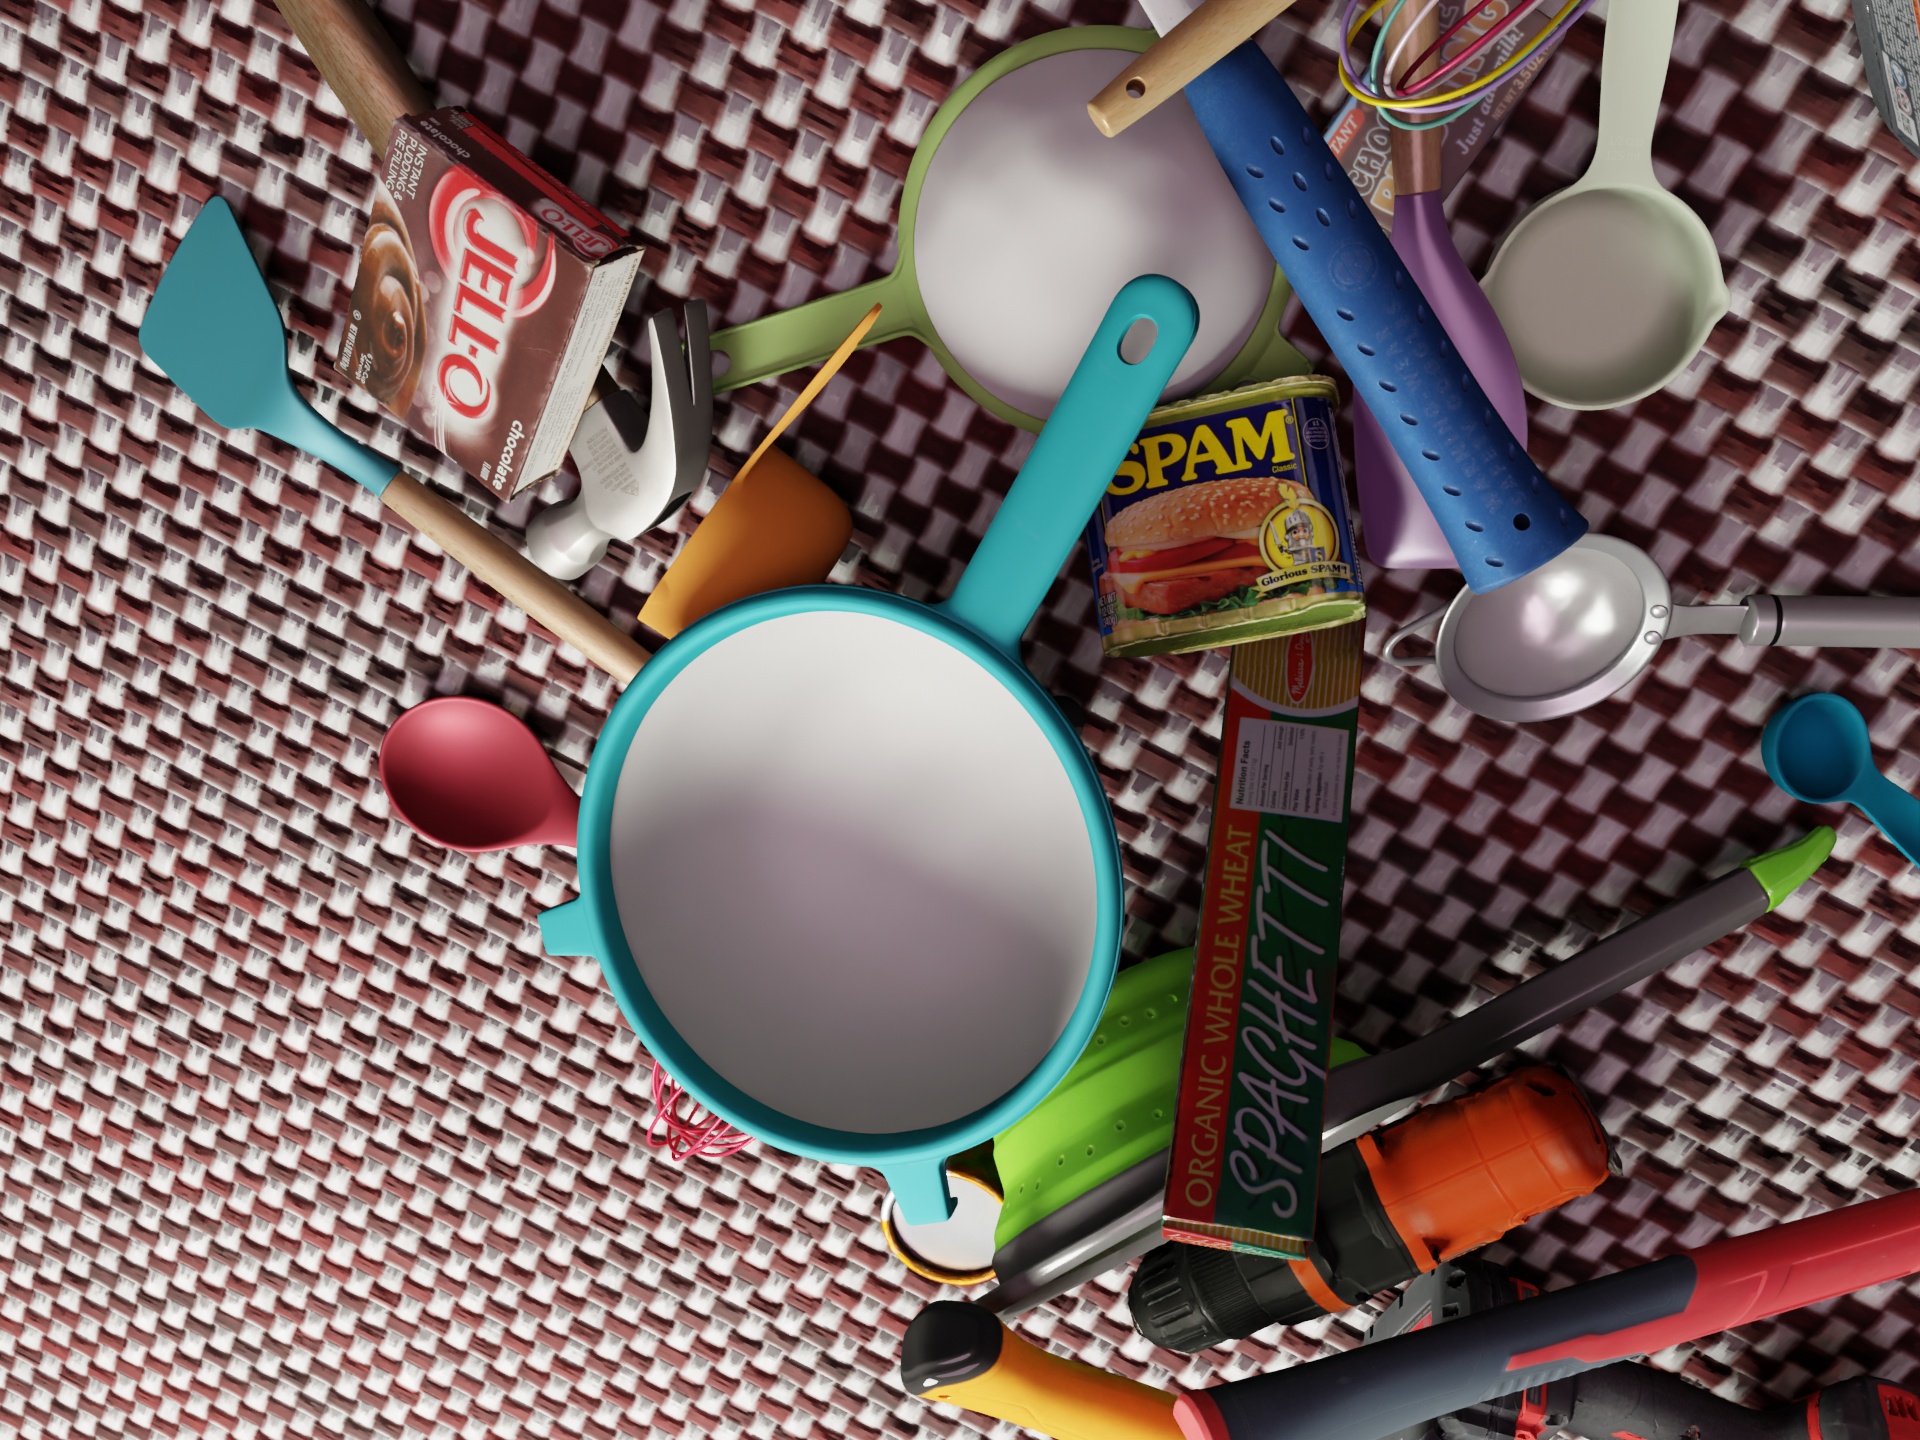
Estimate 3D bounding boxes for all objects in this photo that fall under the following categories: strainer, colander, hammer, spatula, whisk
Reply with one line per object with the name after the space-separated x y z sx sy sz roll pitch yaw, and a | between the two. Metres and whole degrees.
0.285 -0.037 0.587 0.258 0.050 0.086 1 130 6 | strainer
0.151 0.117 0.647 0.397 0.204 0.095 -30 68 6 | colander
0.123 0.297 0.628 0.336 0.034 0.127 26 134 -18 | hammer
-0.218 -0.090 0.686 0.317 0.044 0.082 38 114 -10 | spatula
0.221 -0.258 0.478 0.245 0.047 0.051 -35 118 3 | whisk
0.263 0.206 0.593 0.386 0.038 0.143 -9 114 -15 | hammer
-0.047 0.095 0.705 0.073 0.073 0.295 40 109 -5 | whisk
0.072 -0.217 0.511 0.144 0.035 0.405 -34 94 0 | hammer
-0.206 -0.219 0.614 0.130 0.031 0.331 -26 101 38 | hammer
-0.001 -0.002 0.585 0.211 0.095 0.340 33 106 13 | strainer
-0.005 -0.157 0.585 0.256 0.069 0.151 -13 108 15 | strainer
0.152 -0.202 0.525 0.060 0.018 0.315 0 112 25 | spatula

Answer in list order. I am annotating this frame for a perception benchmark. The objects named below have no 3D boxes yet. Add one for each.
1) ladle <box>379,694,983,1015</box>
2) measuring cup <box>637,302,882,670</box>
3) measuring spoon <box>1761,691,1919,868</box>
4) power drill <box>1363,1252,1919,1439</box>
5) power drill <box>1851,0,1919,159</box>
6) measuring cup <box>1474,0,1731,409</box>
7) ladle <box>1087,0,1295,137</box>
-0.118 0.066 0.688 0.315 0.031 0.069 22 92 17 | ladle
-0.059 -0.083 0.603 0.052 0.095 0.173 37 131 -11 | measuring cup
0.354 0.035 0.614 0.128 0.021 0.042 37 84 -13 | measuring spoon
0.296 0.318 0.699 0.219 0.079 0.143 15 137 0 | power drill
0.364 -0.271 0.425 0.226 0.084 0.185 -26 131 19 | power drill
0.222 -0.192 0.541 0.083 0.038 0.167 5 109 11 | measuring cup
0.168 -0.279 0.461 0.320 0.062 0.078 -37 94 5 | ladle
